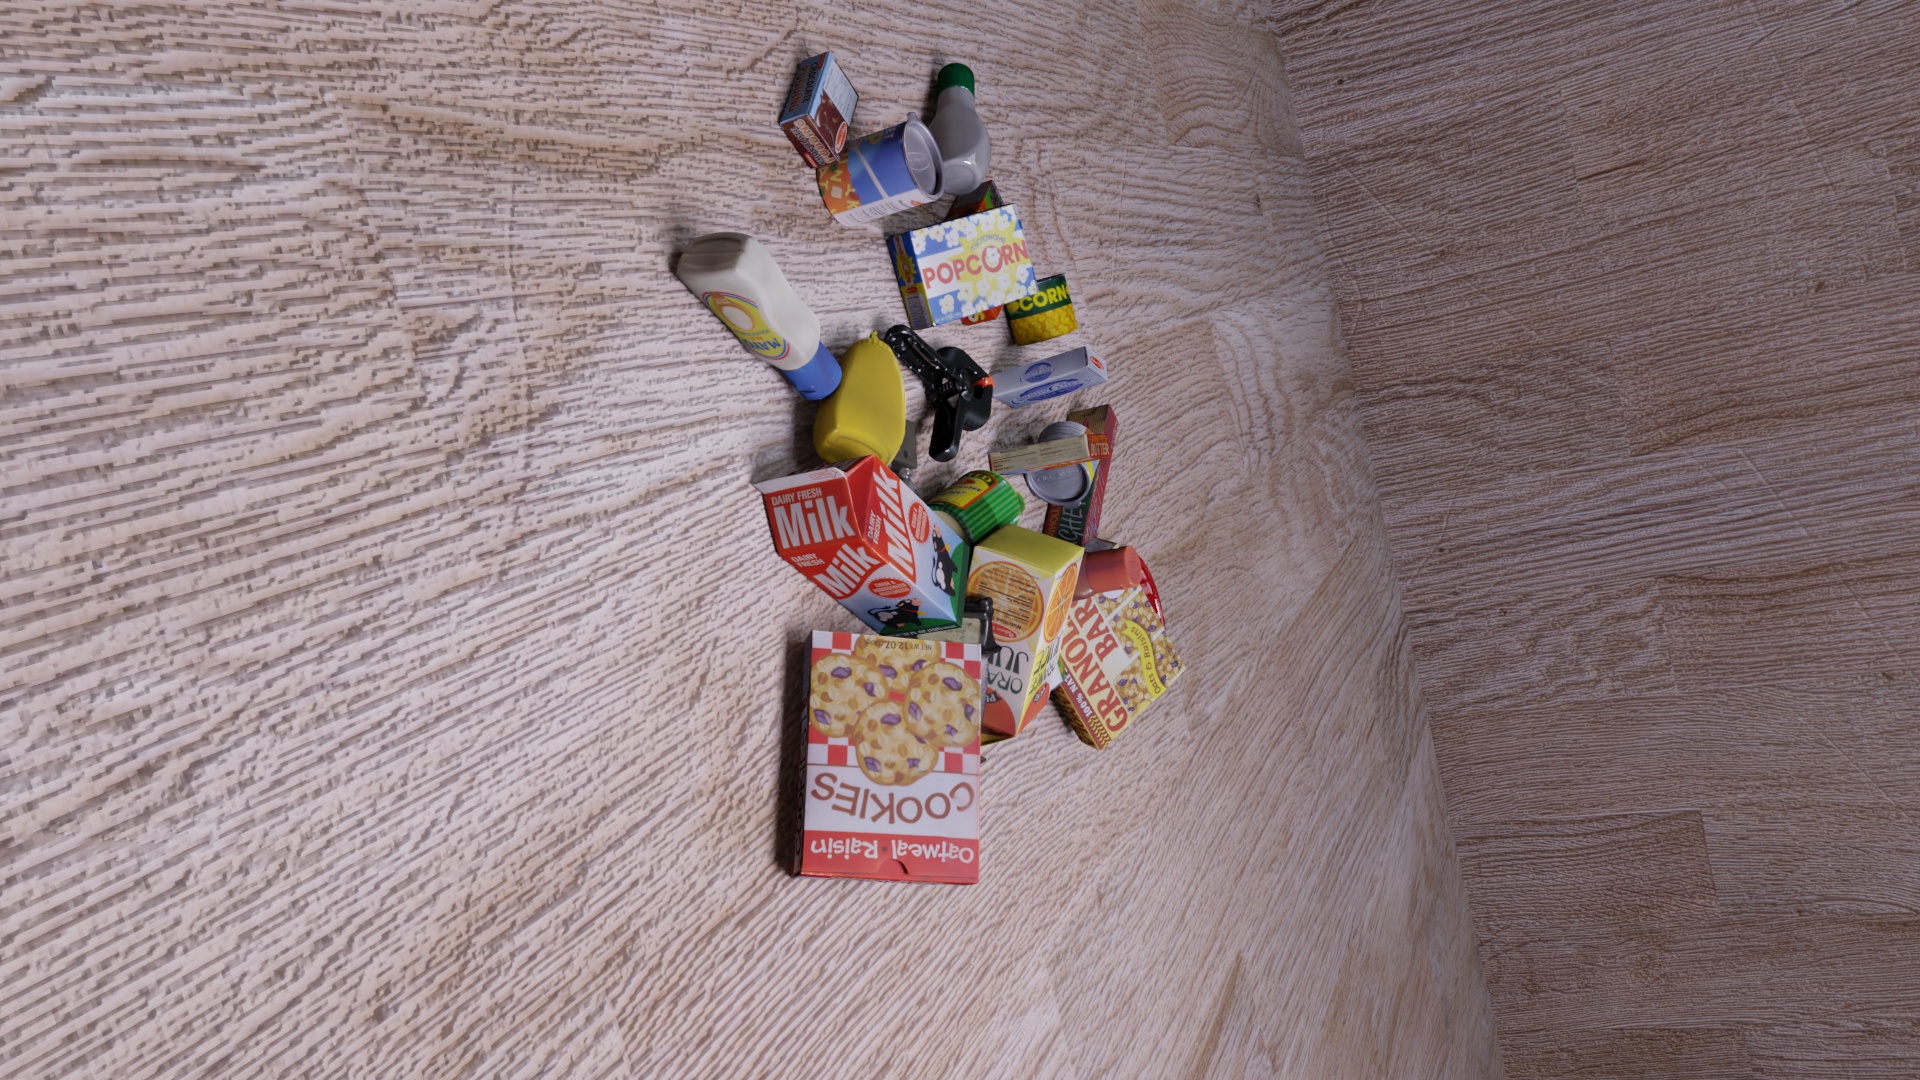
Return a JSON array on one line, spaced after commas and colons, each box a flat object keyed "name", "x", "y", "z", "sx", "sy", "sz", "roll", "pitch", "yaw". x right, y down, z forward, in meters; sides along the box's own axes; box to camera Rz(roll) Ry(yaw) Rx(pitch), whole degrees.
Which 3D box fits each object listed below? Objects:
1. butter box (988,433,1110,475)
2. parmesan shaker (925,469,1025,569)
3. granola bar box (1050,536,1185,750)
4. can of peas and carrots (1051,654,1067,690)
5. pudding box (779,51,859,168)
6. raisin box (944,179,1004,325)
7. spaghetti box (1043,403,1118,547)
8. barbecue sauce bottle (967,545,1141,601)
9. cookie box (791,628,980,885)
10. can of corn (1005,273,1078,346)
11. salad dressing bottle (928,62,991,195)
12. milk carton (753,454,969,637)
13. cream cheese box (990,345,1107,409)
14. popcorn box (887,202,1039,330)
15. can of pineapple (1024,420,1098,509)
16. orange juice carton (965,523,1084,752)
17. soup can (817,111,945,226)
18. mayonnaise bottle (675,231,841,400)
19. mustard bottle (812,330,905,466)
[{"name": "butter box", "x": 0.084, "y": -0.081, "z": 1.311, "sx": 0.053, "sy": 0.103, "sz": 0.024, "roll": -8, "pitch": 88, "yaw": -64}, {"name": "parmesan shaker", "x": 0.004, "y": -0.015, "z": 1.169, "sx": 0.103, "sy": 0.071, "sz": 0.071, "roll": -39, "pitch": 115, "yaw": -60}, {"name": "granola bar box", "x": 0.132, "y": 0.099, "z": 1.325, "sx": 0.124, "sy": 0.039, "sz": 0.165, "roll": -41, "pitch": 117, "yaw": -18}, {"name": "can of peas and carrots", "x": 0.054, "y": 0.102, "z": 1.231, "sx": 0.071, "sy": 0.071, "sz": 0.058, "roll": -41, "pitch": 117, "yaw": -59}, {"name": "pudding box", "x": -0.112, "y": -0.345, "z": 1.113, "sx": 0.049, "sy": 0.030, "sz": 0.084, "roll": 51, "pitch": 38, "yaw": -44}, {"name": "raisin box", "x": 0.018, "y": -0.275, "z": 1.327, "sx": 0.085, "sy": 0.040, "sz": 0.124, "roll": 61, "pitch": 33, "yaw": -32}, {"name": "spaghetti box", "x": 0.119, "y": -0.042, "z": 1.423, "sx": 0.028, "sy": 0.050, "sz": 0.251, "roll": 55, "pitch": 36, "yaw": -38}, {"name": "barbecue sauce bottle", "x": 0.083, "y": 0.034, "z": 1.218, "sx": 0.065, "sy": 0.148, "sz": 0.044, "roll": 21, "pitch": 63, "yaw": -59}, {"name": "cookie box", "x": -0.049, "y": 0.151, "z": 0.960, "sx": 0.040, "sy": 0.123, "sz": 0.168, "roll": 127, "pitch": -34, "yaw": -64}, {"name": "can of corn", "x": 0.081, "y": -0.232, "z": 1.399, "sx": 0.071, "sy": 0.071, "sz": 0.058, "roll": -37, "pitch": 114, "yaw": -60}, {"name": "salad dressing bottle", "x": -0.004, "y": -0.390, "z": 1.309, "sx": 0.043, "sy": 0.064, "sz": 0.148, "roll": 62, "pitch": 22, "yaw": -52}, {"name": "milk carton", "x": -0.070, "y": -0.001, "z": 1.022, "sx": 0.190, "sy": 0.072, "sz": 0.074, "roll": 44, "pitch": 43, "yaw": -48}, {"name": "cream cheese box", "x": 0.085, "y": -0.156, "z": 1.341, "sx": 0.053, "sy": 0.103, "sz": 0.024, "roll": 21, "pitch": 58, "yaw": -60}, {"name": "popcorn box", "x": 0.003, "y": -0.243, "z": 1.231, "sx": 0.127, "sy": 0.038, "sz": 0.085, "roll": -24, "pitch": 104, "yaw": -34}, {"name": "can of pineapple", "x": 0.103, "y": -0.076, "z": 1.388, "sx": 0.070, "sy": 0.071, "sz": 0.058, "roll": 63, "pitch": 31, "yaw": -29}, {"name": "orange juice carton", "x": 0.039, "y": 0.091, "z": 1.150, "sx": 0.072, "sy": 0.073, "sz": 0.191, "roll": -35, "pitch": 140, "yaw": -61}, {"name": "soup can", "x": -0.065, "y": -0.300, "z": 1.128, "sx": 0.071, "sy": 0.083, "sz": 0.071, "roll": 33, "pitch": 52, "yaw": -55}, {"name": "mayonnaise bottle", "x": -0.133, "y": -0.154, "z": 0.971, "sx": 0.147, "sy": 0.065, "sz": 0.041, "roll": 50, "pitch": 52, "yaw": -50}, {"name": "mustard bottle", "x": -0.073, "y": -0.113, "z": 1.069, "sx": 0.065, "sy": 0.048, "sz": 0.161, "roll": 28, "pitch": 37, "yaw": -18}]
